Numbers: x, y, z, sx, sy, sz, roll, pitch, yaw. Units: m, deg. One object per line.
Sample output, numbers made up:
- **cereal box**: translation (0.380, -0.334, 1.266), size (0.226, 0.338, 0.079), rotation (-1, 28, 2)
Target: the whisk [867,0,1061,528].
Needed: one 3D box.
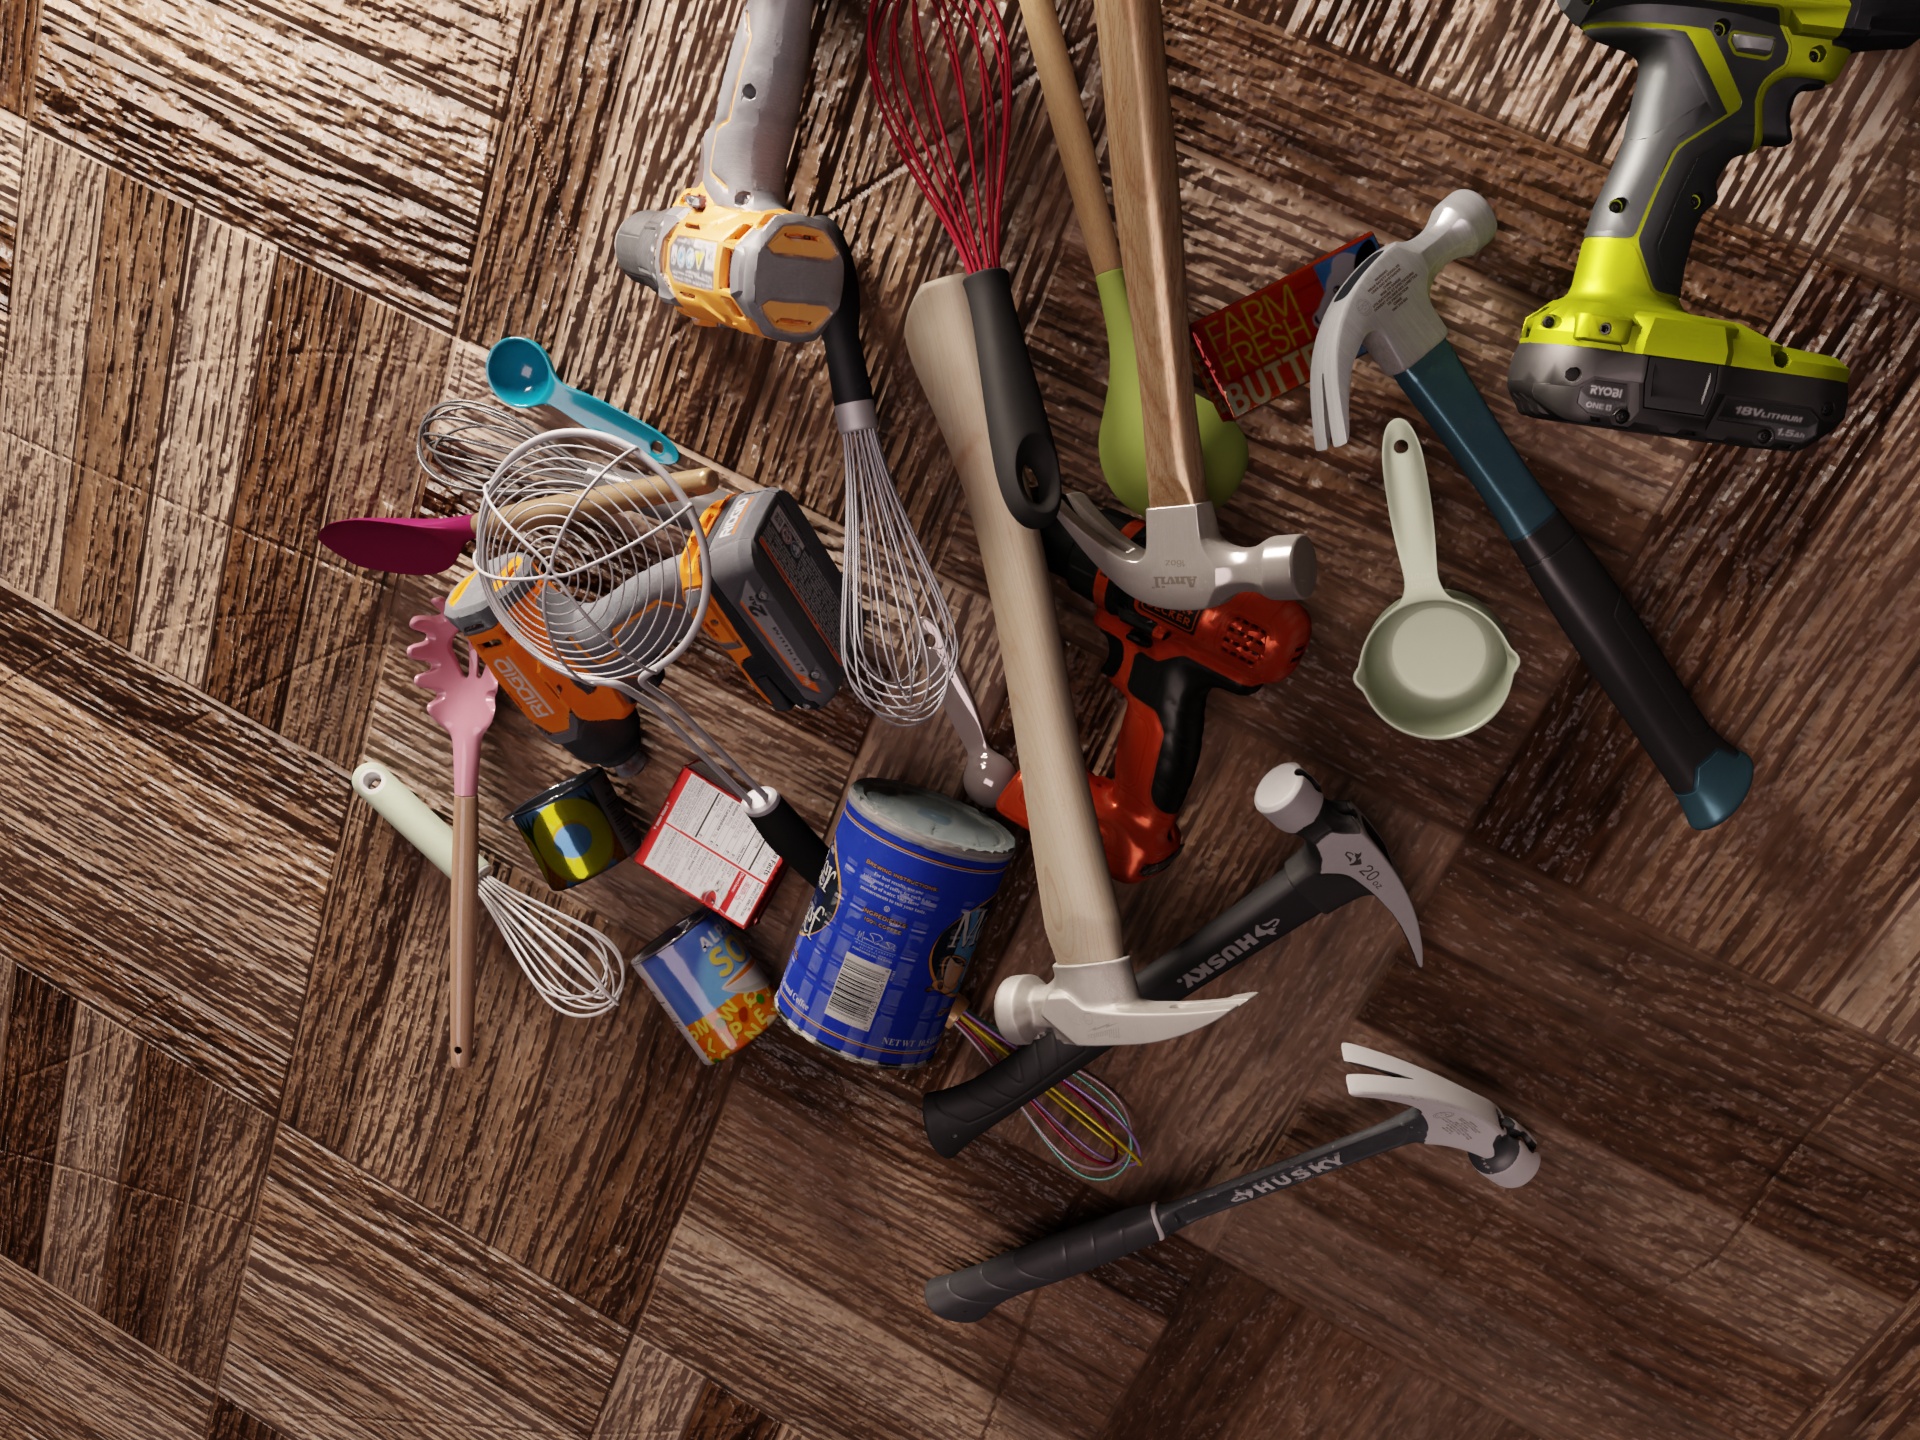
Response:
- **whisk**: translation (0.008, -0.238, 0.789), size (0.073, 0.073, 0.296), rotation (-14, 86, 24)

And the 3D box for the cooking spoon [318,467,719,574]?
- **cooking spoon**: translation (-0.271, -0.121, 0.957), size (0.319, 0.017, 0.068), rotation (-4, 152, 31)

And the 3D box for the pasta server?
- **pasta server**: translation (-0.328, 0.077, 1.043), size (0.060, 0.040, 0.316), rotation (4, 97, 7)

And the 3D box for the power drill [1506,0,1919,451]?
- **power drill**: translation (0.335, -0.234, 0.688), size (0.171, 0.080, 0.223), rotation (9, 103, 5)

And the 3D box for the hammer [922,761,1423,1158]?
- **hammer**: translation (0.106, 0.161, 0.908), size (0.334, 0.035, 0.146), rotation (-39, 118, 23)

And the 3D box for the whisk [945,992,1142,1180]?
- **whisk**: translation (0.015, 0.201, 0.998), size (0.245, 0.047, 0.051), rotation (39, 105, 8)

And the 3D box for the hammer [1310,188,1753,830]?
- **hammer**: translation (0.288, -0.086, 0.777), size (0.128, 0.033, 0.331), rotation (-39, 100, -7)

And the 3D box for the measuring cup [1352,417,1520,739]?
- **measuring cup**: translation (0.238, -0.074, 0.817), size (0.083, 0.038, 0.167), rotation (-7, 104, 22)

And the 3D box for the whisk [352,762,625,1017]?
- **whisk**: translation (-0.324, 0.113, 1.088), size (0.246, 0.059, 0.058), rotation (41, 74, 6)

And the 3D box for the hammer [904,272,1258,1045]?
- **hammer**: translation (0.046, -0.032, 0.835), size (0.146, 0.038, 0.410), rotation (-11, 92, 37)

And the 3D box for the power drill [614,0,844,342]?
- **power drill**: translation (-0.119, -0.317, 0.814), size (0.185, 0.084, 0.226), rotation (28, 116, 49)

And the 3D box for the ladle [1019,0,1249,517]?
- **ladle**: translation (0.075, -0.255, 0.813), size (0.078, 0.062, 0.320), rotation (-12, 98, 34)

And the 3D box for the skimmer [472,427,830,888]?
- **skimmer**: translation (-0.135, -0.009, 0.884), size (0.127, 0.090, 0.362), rotation (-10, 145, 19)

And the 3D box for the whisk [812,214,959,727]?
- **whisk**: translation (-0.051, -0.136, 0.882), size (0.070, 0.070, 0.284), rotation (-8, 96, 22)

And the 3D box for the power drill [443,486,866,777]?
- **power drill**: translation (-0.175, -0.041, 0.947), size (0.226, 0.084, 0.164), rotation (-12, 128, 27)

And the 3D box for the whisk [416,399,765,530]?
- **whisk**: translation (-0.219, -0.146, 0.955), size (0.239, 0.055, 0.055), rotation (16, 114, 9)

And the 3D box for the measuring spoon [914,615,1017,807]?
- **measuring spoon**: translation (-0.001, -0.003, 0.940), size (0.034, 0.018, 0.124), rotation (-19, 101, 25)

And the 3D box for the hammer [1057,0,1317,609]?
- **hammer**: translation (0.090, -0.217, 0.758), size (0.130, 0.031, 0.331), rotation (0, 102, 37)

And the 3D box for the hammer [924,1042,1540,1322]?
- **hammer**: translation (0.132, 0.299, 0.970), size (0.409, 0.036, 0.149), rotation (-32, 127, 31)

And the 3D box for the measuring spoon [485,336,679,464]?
- **measuring spoon**: translation (-0.224, -0.189, 0.957), size (0.128, 0.021, 0.042), rotation (29, 113, -2)
